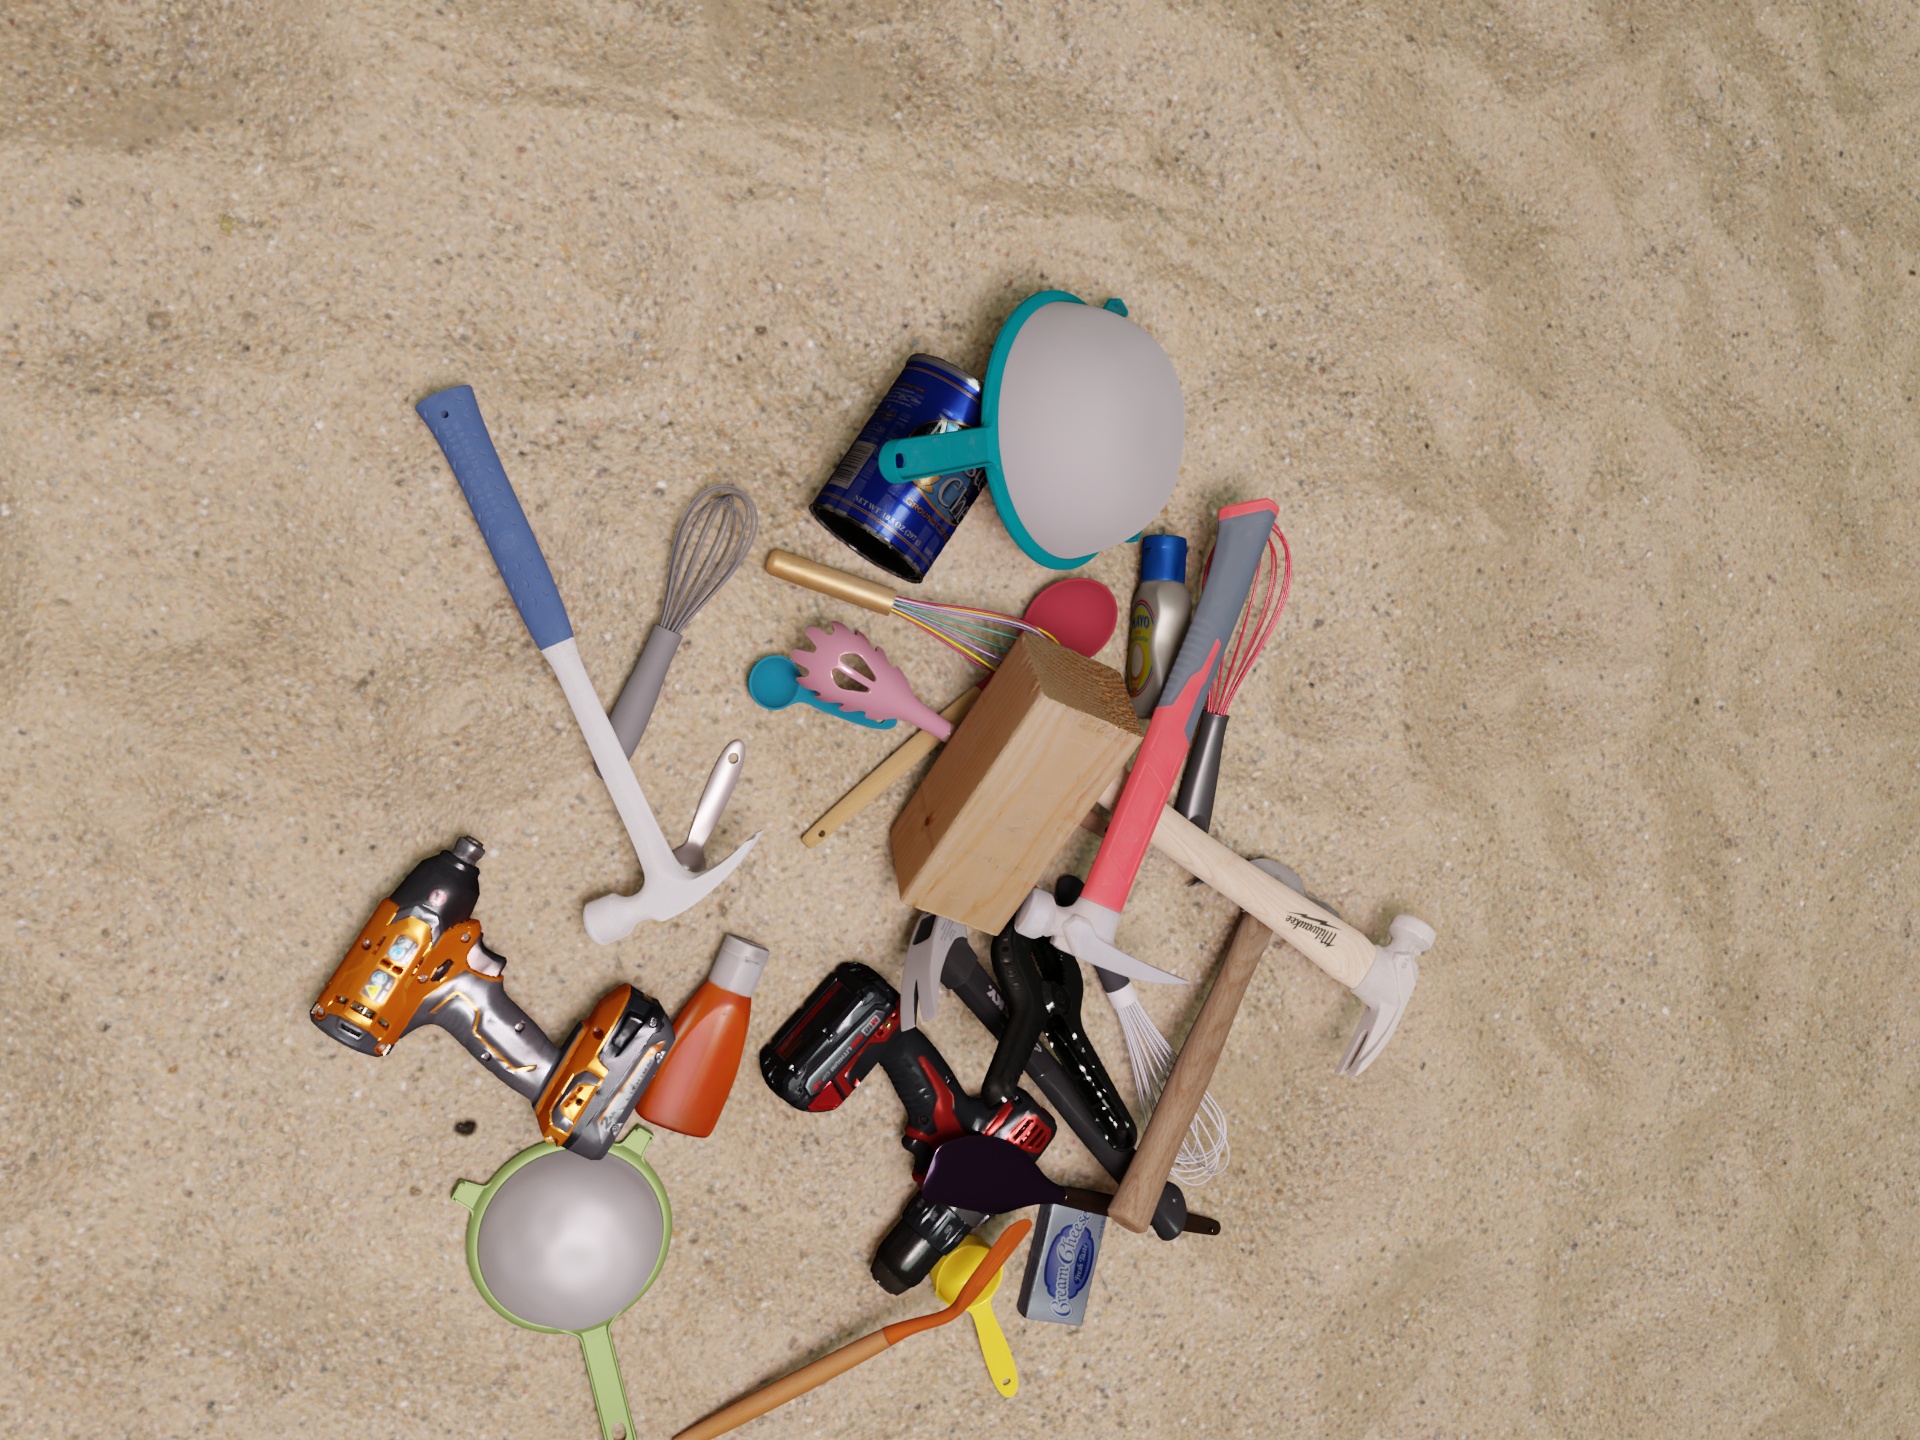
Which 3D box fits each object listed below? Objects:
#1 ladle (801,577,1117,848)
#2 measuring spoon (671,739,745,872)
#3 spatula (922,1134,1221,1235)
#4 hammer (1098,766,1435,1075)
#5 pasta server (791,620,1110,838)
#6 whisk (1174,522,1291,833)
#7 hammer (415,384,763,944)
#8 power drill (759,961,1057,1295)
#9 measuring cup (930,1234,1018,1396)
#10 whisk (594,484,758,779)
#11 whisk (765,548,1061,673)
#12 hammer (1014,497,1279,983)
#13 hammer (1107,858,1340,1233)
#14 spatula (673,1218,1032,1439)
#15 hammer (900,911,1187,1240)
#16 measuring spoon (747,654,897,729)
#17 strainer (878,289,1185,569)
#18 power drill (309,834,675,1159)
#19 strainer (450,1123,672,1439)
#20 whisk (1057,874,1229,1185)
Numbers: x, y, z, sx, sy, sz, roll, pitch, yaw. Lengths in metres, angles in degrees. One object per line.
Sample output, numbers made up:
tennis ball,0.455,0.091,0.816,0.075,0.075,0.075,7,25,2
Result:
ladle,-0.002,-0.004,1.260,0.315,0.031,0.069,-40,107,-10
measuring spoon,-0.191,0.072,1.207,0.034,0.018,0.124,24,85,-18
spatula,0.099,0.383,1.277,0.315,0.018,0.060,24,86,-34
hammer,0.200,0.122,1.284,0.410,0.038,0.146,36,70,-11
pasta server,0.005,0.019,1.243,0.316,0.040,0.060,32,90,-28
whisk,0.215,-0.025,1.316,0.073,0.073,0.296,9,97,-18
hammer,-0.279,-0.047,1.140,0.144,0.035,0.405,-23,95,8
power drill,-0.053,0.320,1.238,0.226,0.080,0.188,46,79,-18
measuring cup,0.017,0.487,1.300,0.062,0.029,0.156,-23,111,-15
whisk,-0.214,-0.064,1.180,0.055,0.055,0.239,25,90,-18
whisk,-0.032,-0.080,1.221,0.245,0.051,0.047,19,92,-7
hammer,0.178,0.011,1.239,0.143,0.038,0.386,24,84,-11
hammer,0.198,0.255,1.288,0.130,0.031,0.331,37,63,-13
spatula,-0.081,0.478,1.229,0.322,0.081,0.041,-28,68,1
hammer,0.072,0.286,1.248,0.035,0.146,0.334,-30,106,31
measuring spoon,-0.108,-0.017,1.233,0.128,0.021,0.042,19,86,-27
strainer,0.075,-0.204,1.143,0.340,0.095,0.211,-23,111,-53
power drill,-0.321,0.197,1.141,0.226,0.084,0.164,33,82,-13
strainer,-0.274,0.439,1.174,0.151,0.069,0.256,-14,96,-17
whisk,0.147,0.253,1.311,0.070,0.070,0.284,-27,96,-15
